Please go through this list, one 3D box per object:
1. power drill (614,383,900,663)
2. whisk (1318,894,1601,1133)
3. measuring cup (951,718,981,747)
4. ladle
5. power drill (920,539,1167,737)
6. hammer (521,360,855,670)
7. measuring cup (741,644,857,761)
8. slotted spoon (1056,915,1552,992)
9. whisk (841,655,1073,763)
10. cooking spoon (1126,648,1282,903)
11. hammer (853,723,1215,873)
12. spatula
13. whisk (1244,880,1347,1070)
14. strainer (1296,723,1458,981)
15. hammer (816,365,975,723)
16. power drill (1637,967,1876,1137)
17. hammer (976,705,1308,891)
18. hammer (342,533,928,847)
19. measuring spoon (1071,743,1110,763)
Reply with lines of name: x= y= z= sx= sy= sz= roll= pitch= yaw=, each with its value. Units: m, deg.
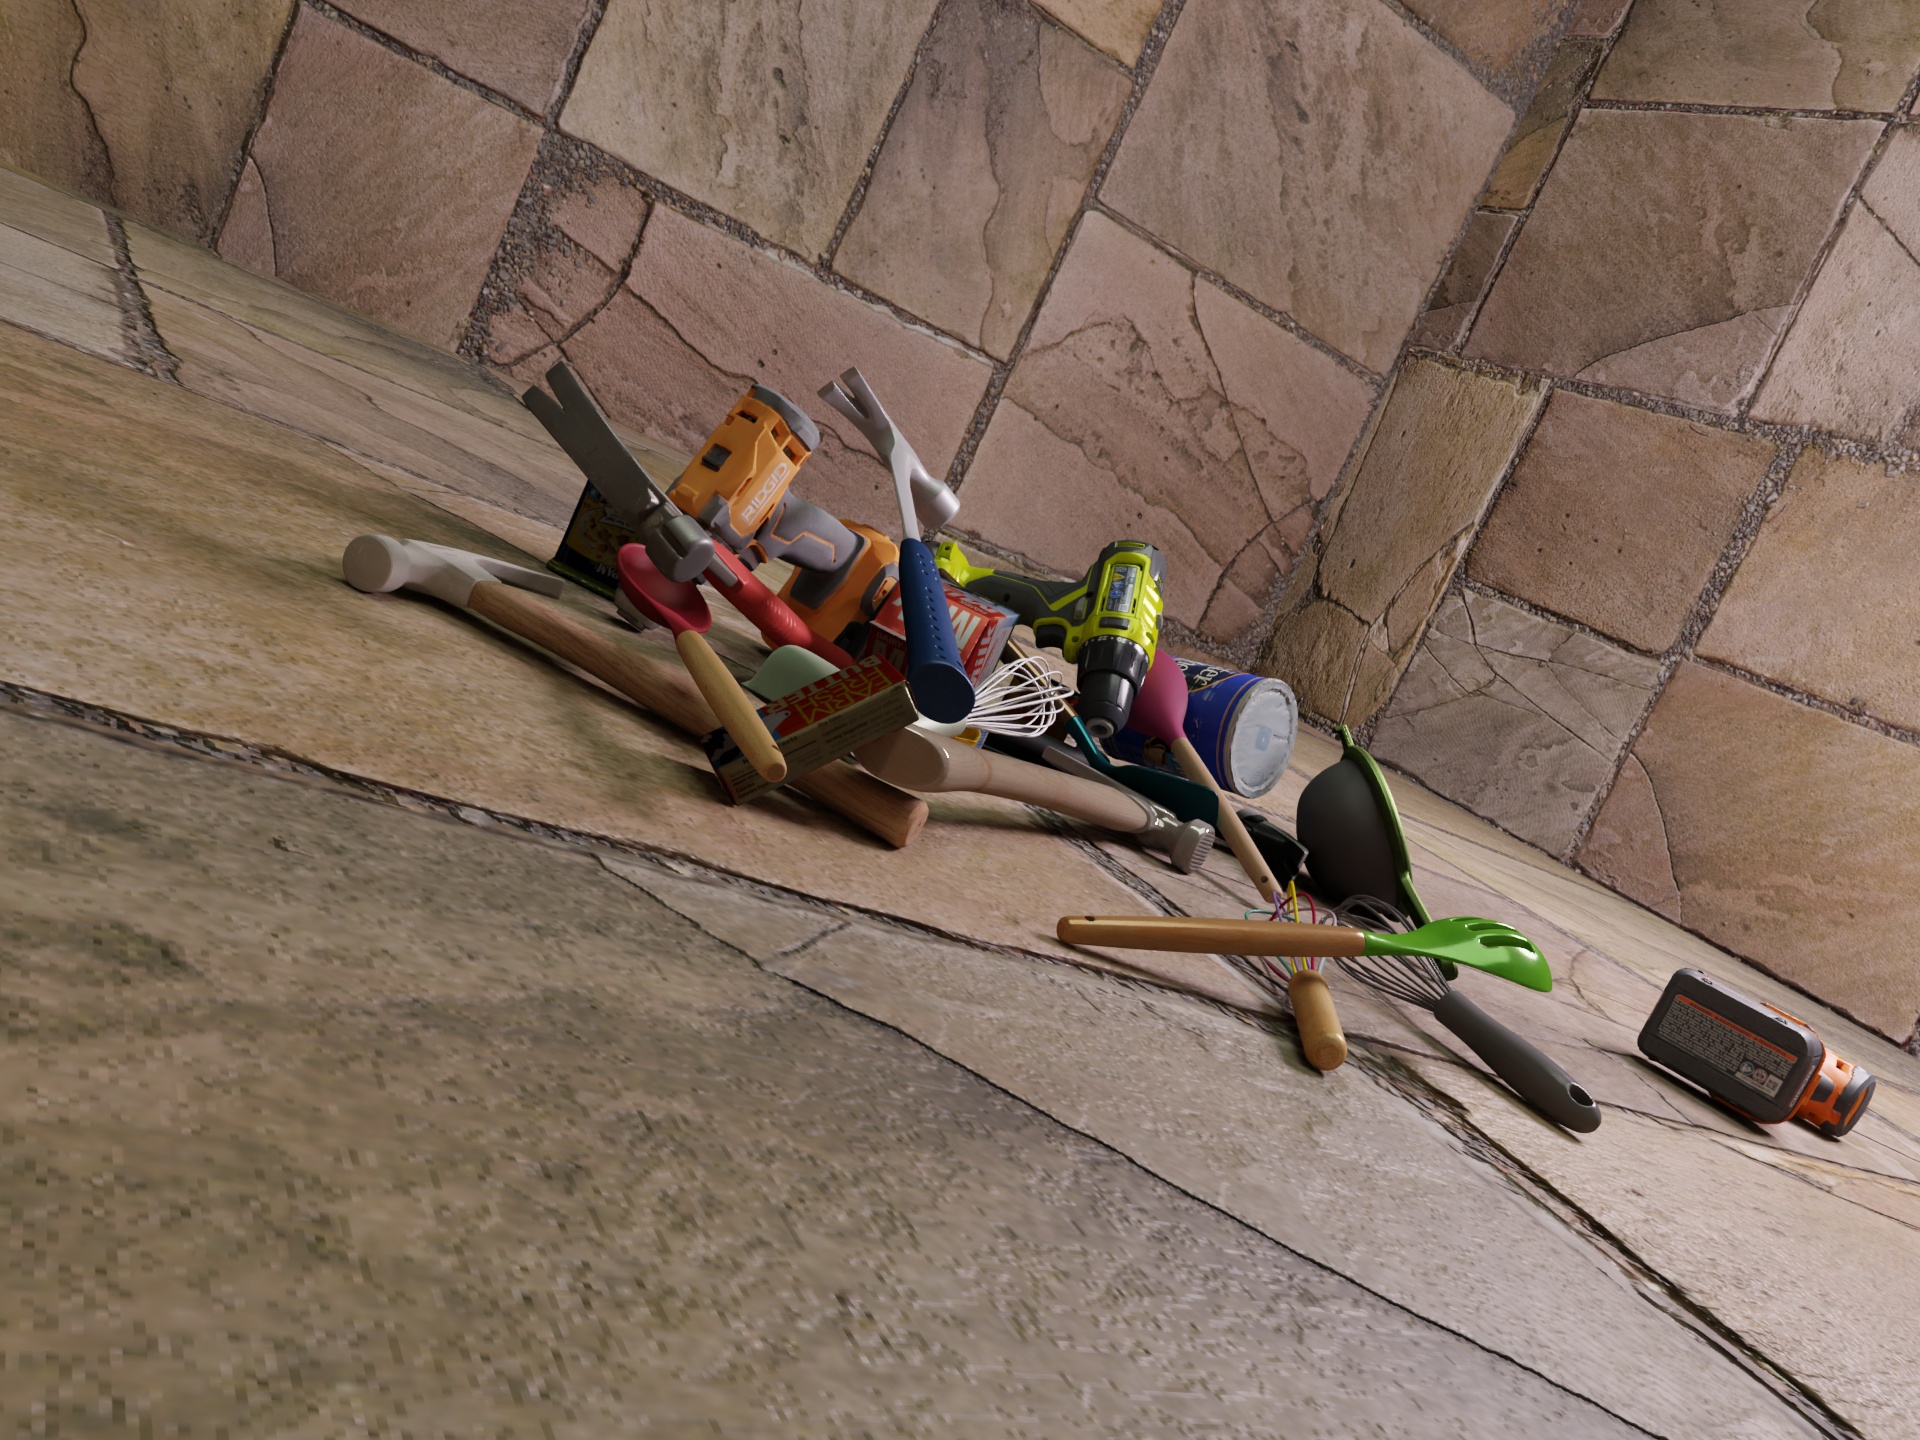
power drill: x=-0.140 y=-0.108 z=1.150 sx=0.084 sy=0.185 sz=0.226 roll=30 pitch=-9 yaw=32
whisk: x=0.306 y=0.179 z=0.988 sx=0.055 sy=0.055 sz=0.239 roll=20 pitch=14 yaw=-35
measuring cup: x=-0.045 y=0.015 z=1.068 sx=0.062 sy=0.029 sz=0.156 roll=34 pitch=23 yaw=27
ladle: x=-0.136 y=-0.033 z=0.841 sx=0.069 sy=0.031 sz=0.316 roll=34 pitch=6 yaw=-29
power drill: x=0.053 y=-0.074 z=1.340 sx=0.228 sy=0.191 sz=0.080 roll=6 pitch=-38 yaw=13
hammer: x=-0.145 y=-0.091 z=1.001 sx=0.149 sy=0.036 sz=0.358 roll=50 pitch=1 yaw=21
measuring cup: x=-0.086 y=-0.013 z=0.944 sx=0.083 sy=0.038 sz=0.167 roll=34 pitch=-4 yaw=-7
slotted spoon: x=0.194 y=0.119 z=0.856 sx=0.313 sy=0.031 sz=0.070 roll=6 pitch=18 yaw=-23
whisk: x=-0.002 y=-0.003 z=1.063 sx=0.059 sy=0.058 sz=0.246 roll=2 pitch=10 yaw=36
cooking spoon: x=0.182 y=0.034 z=1.251 sx=0.017 sy=0.069 sz=0.319 roll=58 pitch=5 yaw=-39
hammer: x=0.036 y=0.036 z=0.995 sx=0.146 sy=0.038 sz=0.410 roll=28 pitch=4 yaw=26
spatula: x=0.080 y=-0.020 z=1.238 sx=0.318 sy=0.044 sz=0.082 roll=50 pitch=-20 yaw=28
whisk: x=0.193 y=0.140 z=0.898 sx=0.051 sy=0.047 sz=0.245 roll=27 pitch=12 yaw=2
strainer: x=0.325 y=0.128 z=1.282 sx=0.069 sy=0.151 sz=0.257 roll=-13 pitch=31 yaw=1
hammer: x=-0.035 y=-0.117 z=1.045 sx=0.144 sy=0.035 sz=0.406 roll=51 pitch=13 yaw=-27
power drill: x=0.634 y=0.266 z=1.294 sx=0.164 sy=0.084 sz=0.226 roll=32 pitch=6 yaw=42
hammer: x=0.130 y=0.052 z=1.283 sx=0.334 sy=0.035 sz=0.146 roll=23 pitch=8 yaw=-16
hammer: x=-0.166 y=-0.019 z=0.865 sx=0.331 sy=0.031 sz=0.130 roll=27 pitch=9 yaw=11
measuring spoon: x=0.088 y=0.034 z=1.361 sx=0.034 sy=0.018 sz=0.124 roll=44 pitch=23 yaw=27
